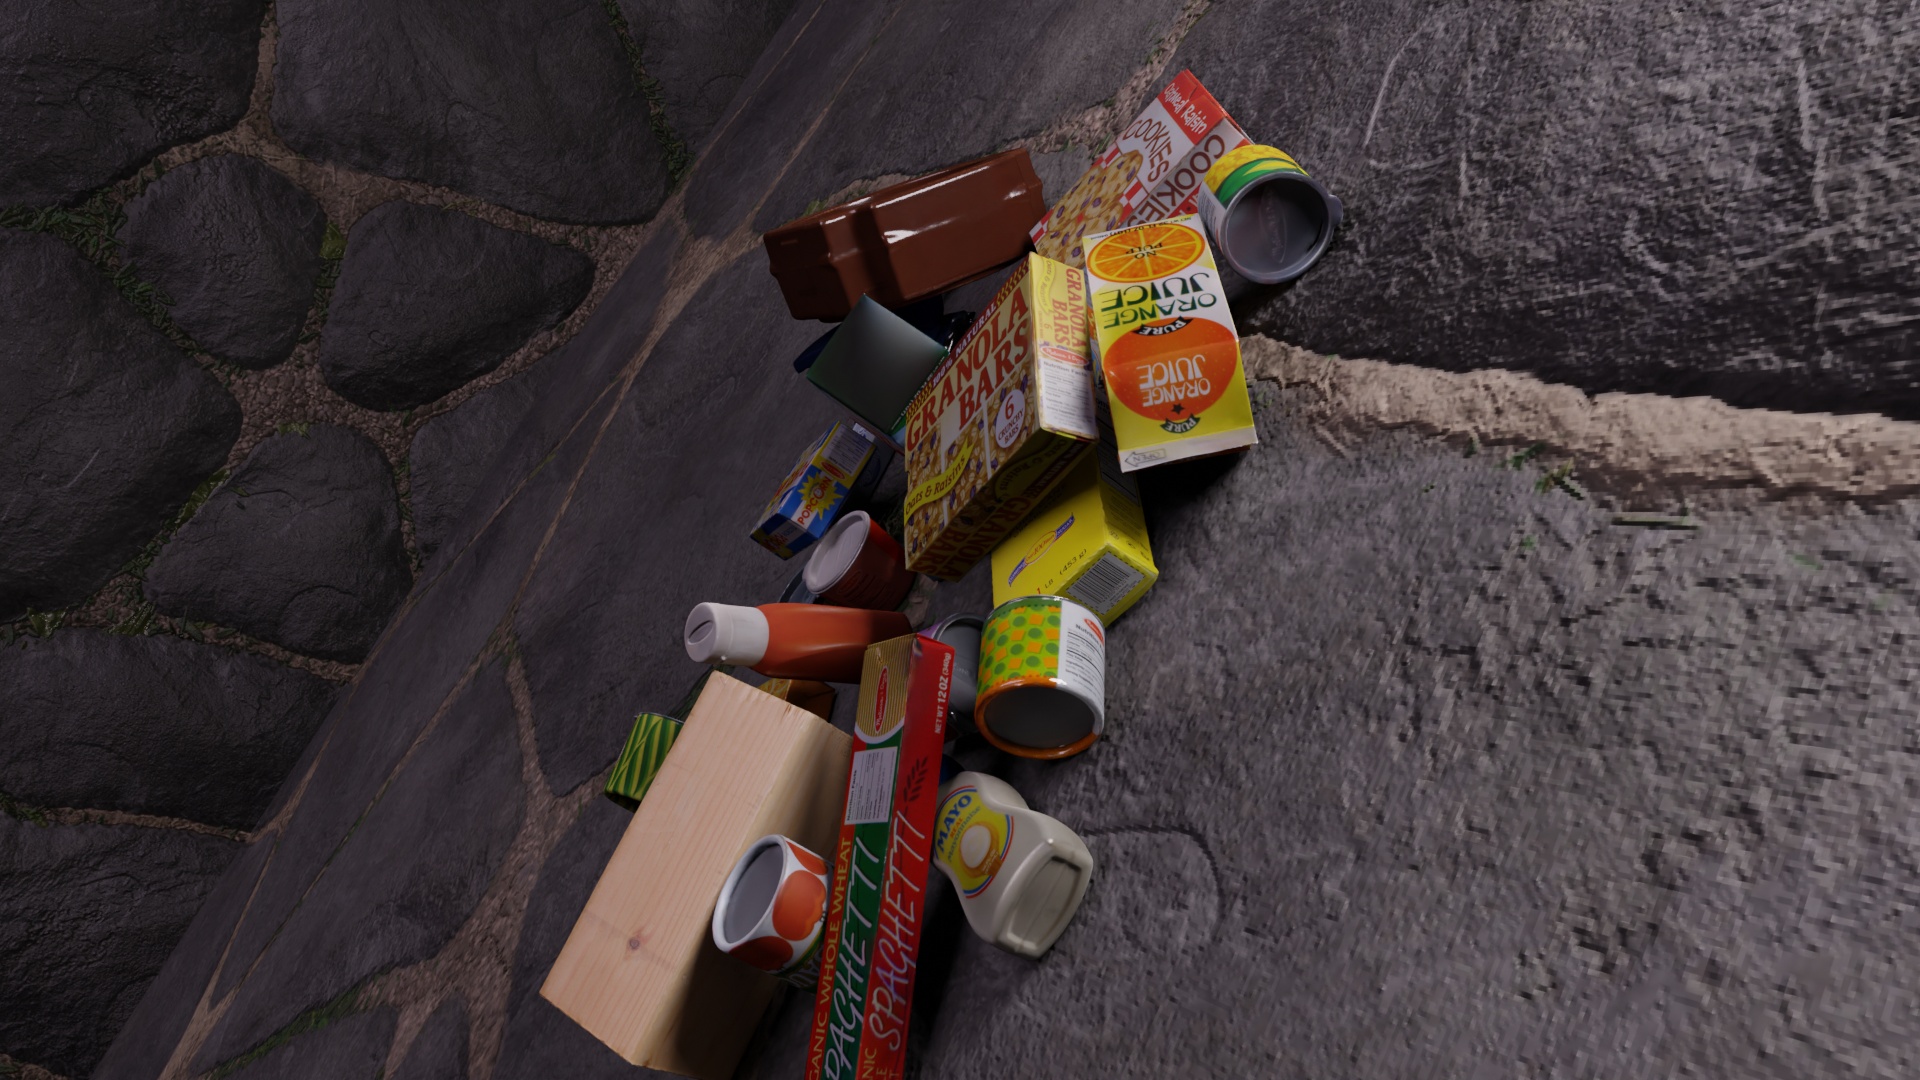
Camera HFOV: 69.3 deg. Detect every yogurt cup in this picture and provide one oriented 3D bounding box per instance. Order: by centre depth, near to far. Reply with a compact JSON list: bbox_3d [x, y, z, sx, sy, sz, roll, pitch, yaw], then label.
[{"bbox_3d":[-0.068,0.020,0.984,0.072,0.054,0.073,-40,29,28],"label":"yogurt cup"}]

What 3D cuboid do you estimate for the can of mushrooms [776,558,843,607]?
[{"bbox_3d":[-0.108,0.047,1.044,0.071,0.033,0.071,-40,28,27],"label":"can of mushrooms"}]

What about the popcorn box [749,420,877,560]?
[{"bbox_3d":[-0.114,-0.036,1.055,0.085,0.038,0.126,-60,12,-16],"label":"popcorn box"}]

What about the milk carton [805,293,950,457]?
[{"bbox_3d":[-0.041,-0.107,1.018,0.072,0.073,0.190,-55,-12,-1],"label":"milk carton"}]

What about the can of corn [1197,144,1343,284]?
[{"bbox_3d":[0.179,-0.192,0.810,0.071,0.071,0.058,-45,26,19],"label":"can of corn"}]

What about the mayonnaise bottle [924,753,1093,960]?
[{"bbox_3d":[0.011,0.150,0.700,0.065,0.041,0.148,-60,26,0],"label":"mayonnaise bottle"}]

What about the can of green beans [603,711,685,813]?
[{"bbox_3d":[-0.197,0.155,0.929,0.071,0.071,0.058,-15,48,54],"label":"can of green beans"}]

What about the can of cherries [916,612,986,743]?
[{"bbox_3d":[-0.009,0.082,0.789,0.058,0.071,0.072,-27,36,45],"label":"can of cherries"}]

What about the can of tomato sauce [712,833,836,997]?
[{"bbox_3d":[-0.080,0.205,0.740,0.071,0.083,0.071,-40,29,28],"label":"can of tomato sauce"}]

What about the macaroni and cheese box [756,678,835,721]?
[{"bbox_3d":[-0.164,0.174,0.974,0.166,0.040,0.124,-31,34,39],"label":"macaroni and cheese box"}]

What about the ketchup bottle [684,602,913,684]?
[{"bbox_3d":[-0.102,0.064,0.877,0.064,0.149,0.044,-34,60,37],"label":"ketchup bottle"}]

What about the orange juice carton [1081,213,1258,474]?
[{"bbox_3d":[0.115,-0.102,0.771,0.072,0.072,0.194,-10,38,8],"label":"orange juice carton"}]

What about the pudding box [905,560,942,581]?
[{"bbox_3d":[0.003,-0.012,0.928,0.083,0.030,0.050,-31,35,40],"label":"pudding box"}]

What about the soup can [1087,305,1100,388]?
[{"bbox_3d":[0.062,-0.111,0.915,0.071,0.071,0.084,-34,31,37],"label":"soup can"}]

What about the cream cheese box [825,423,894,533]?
[{"bbox_3d":[-0.087,-0.056,1.146,0.053,0.024,0.104,-3,55,58],"label":"cream cheese box"}]

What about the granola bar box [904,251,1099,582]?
[{"bbox_3d":[0.018,-0.068,0.812,0.164,0.039,0.125,-46,37,48],"label":"granola bar box"}]

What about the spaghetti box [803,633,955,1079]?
[{"bbox_3d":[-0.042,0.173,0.702,0.050,0.029,0.251,-19,58,51],"label":"spaghetti box"}]

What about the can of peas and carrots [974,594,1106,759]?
[{"bbox_3d":[0.040,0.072,0.718,0.070,0.071,0.059,-36,31,34],"label":"can of peas and carrots"}]

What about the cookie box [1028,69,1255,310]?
[{"bbox_3d":[0.127,-0.250,1.000,0.167,0.040,0.123,-44,27,20],"label":"cookie box"}]
